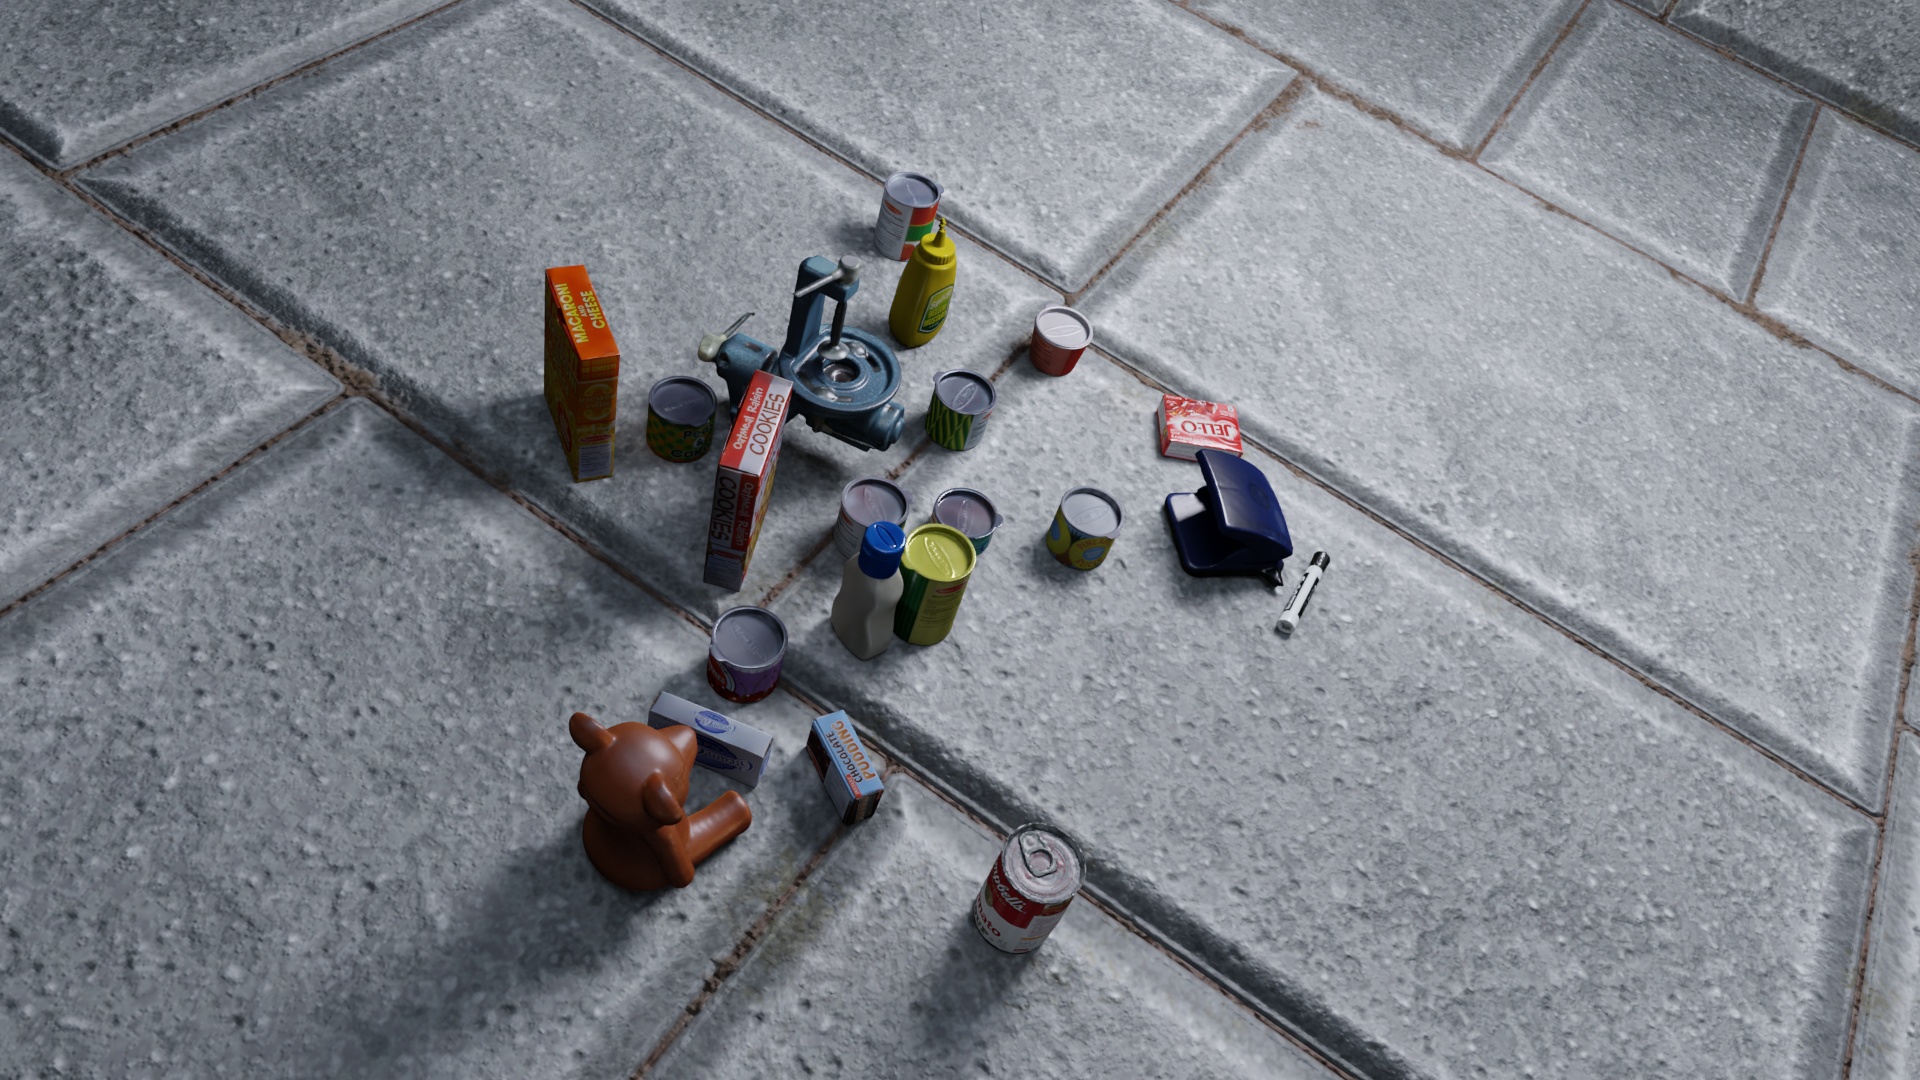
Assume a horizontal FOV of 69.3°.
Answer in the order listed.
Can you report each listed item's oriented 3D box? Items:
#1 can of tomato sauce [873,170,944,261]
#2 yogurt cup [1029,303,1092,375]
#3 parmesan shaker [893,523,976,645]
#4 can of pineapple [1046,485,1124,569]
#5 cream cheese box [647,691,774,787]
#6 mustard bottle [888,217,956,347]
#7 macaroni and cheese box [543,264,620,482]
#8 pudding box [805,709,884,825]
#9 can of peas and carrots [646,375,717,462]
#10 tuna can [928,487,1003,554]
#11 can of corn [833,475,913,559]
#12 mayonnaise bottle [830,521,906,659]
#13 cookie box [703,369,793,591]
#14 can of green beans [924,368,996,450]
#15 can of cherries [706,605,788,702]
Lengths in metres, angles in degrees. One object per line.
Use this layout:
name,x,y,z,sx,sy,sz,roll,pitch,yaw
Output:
can of tomato sauce,-0.062,-0.382,1.636,0.071,0.082,0.071,8,50,-10
yogurt cup,0.111,-0.224,1.576,0.072,0.053,0.073,8,50,-10
parmesan shaker,-0.032,0.042,1.281,0.071,0.102,0.072,8,50,-10
can of pineapple,0.126,-0.011,1.401,0.071,0.057,0.071,8,50,-10
cream cheese box,-0.210,0.166,1.158,0.104,0.053,0.024,22,49,2
mustard bottle,-0.035,-0.283,1.511,0.049,0.159,0.065,41,52,18
macaroni and cheese box,-0.359,-0.155,1.306,0.040,0.165,0.124,-12,56,-25
pudding box,-0.099,0.191,1.173,0.030,0.049,0.084,-16,58,-27
can of peas and carrots,-0.274,-0.118,1.371,0.071,0.058,0.071,8,50,-10
tuna can,0.005,-0.017,1.387,0.071,0.032,0.071,8,50,-10
can of corn,-0.084,-0.019,1.346,0.071,0.058,0.071,8,50,-10
mayonnaise bottle,-0.079,0.042,1.237,0.041,0.147,0.065,-24,62,-31
cookie box,-0.196,-0.053,1.269,0.040,0.166,0.123,15,49,-4
can of green beans,-0.001,-0.138,1.469,0.071,0.057,0.071,8,50,-10
can of cherries,-0.190,0.101,1.215,0.071,0.058,0.072,8,50,-10
